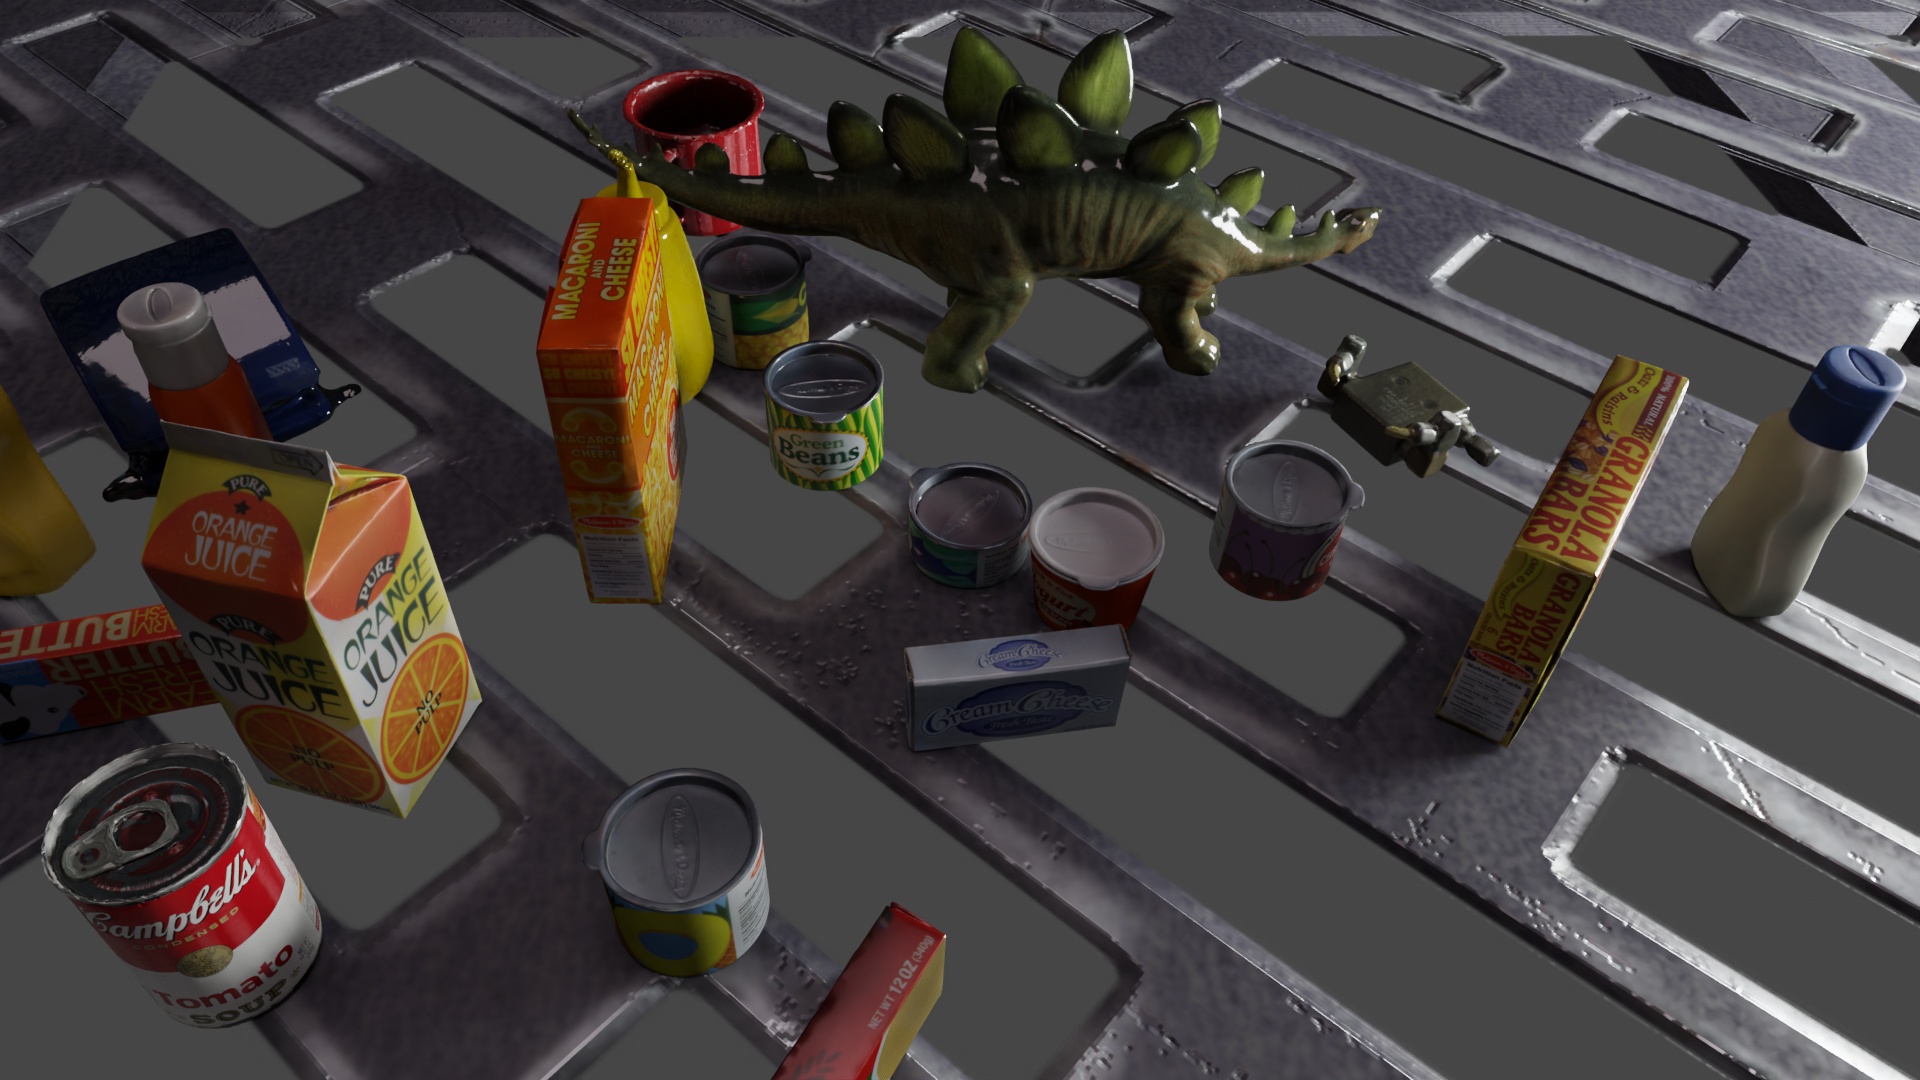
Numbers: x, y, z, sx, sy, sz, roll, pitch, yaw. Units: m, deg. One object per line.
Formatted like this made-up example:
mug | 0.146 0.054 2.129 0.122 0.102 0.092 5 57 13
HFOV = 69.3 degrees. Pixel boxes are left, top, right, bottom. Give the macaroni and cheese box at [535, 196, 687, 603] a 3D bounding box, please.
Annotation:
macaroni and cheese box | -0.171 -0.068 0.697 0.040 0.165 0.124 0 46 -3

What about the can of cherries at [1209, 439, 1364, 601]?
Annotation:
can of cherries | 0.170 -0.009 0.732 0.071 0.058 0.072 1 45 -1

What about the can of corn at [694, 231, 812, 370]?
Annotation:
can of corn | -0.125 -0.147 0.853 0.071 0.058 0.071 1 45 -1

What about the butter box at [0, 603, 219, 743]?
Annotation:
butter box | -0.395 0.060 0.640 0.104 0.052 0.024 -10 47 -13

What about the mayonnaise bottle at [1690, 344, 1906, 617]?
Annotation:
mayonnaise bottle | 0.421 -0.030 0.701 0.041 0.147 0.065 0 46 -3

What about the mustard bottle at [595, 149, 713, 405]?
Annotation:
mustard bottle | -0.178 -0.149 0.781 0.065 0.159 0.049 20 48 16

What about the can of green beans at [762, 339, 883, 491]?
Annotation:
can of green beans | -0.076 -0.070 0.779 0.071 0.057 0.071 1 45 -1

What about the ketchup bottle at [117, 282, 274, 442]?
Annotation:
ketchup bottle | -0.369 -0.057 0.689 0.044 0.148 0.065 -19 50 -20

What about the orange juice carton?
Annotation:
orange juice carton | -0.268 0.028 0.580 0.072 0.191 0.073 12 46 9

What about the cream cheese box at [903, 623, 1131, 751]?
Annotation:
cream cheese box | 0.025 0.069 0.650 0.104 0.053 0.024 -6 46 -8

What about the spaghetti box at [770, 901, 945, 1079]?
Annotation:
spaghetti box | -0.078 0.239 0.481 0.029 0.049 0.251 23 49 19

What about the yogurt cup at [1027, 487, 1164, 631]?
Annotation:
yogurt cup | 0.067 0.014 0.707 0.072 0.053 0.073 1 45 -1

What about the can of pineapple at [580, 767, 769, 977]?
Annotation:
can of pineapple | -0.115 0.137 0.574 0.071 0.057 0.071 1 45 -1

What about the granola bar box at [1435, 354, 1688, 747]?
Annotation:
granola bar box | 0.295 0.004 0.679 0.039 0.123 0.166 26 50 22

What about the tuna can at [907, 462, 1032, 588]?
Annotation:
tuna can | 0.003 -0.009 0.741 0.071 0.032 0.071 1 45 -1
